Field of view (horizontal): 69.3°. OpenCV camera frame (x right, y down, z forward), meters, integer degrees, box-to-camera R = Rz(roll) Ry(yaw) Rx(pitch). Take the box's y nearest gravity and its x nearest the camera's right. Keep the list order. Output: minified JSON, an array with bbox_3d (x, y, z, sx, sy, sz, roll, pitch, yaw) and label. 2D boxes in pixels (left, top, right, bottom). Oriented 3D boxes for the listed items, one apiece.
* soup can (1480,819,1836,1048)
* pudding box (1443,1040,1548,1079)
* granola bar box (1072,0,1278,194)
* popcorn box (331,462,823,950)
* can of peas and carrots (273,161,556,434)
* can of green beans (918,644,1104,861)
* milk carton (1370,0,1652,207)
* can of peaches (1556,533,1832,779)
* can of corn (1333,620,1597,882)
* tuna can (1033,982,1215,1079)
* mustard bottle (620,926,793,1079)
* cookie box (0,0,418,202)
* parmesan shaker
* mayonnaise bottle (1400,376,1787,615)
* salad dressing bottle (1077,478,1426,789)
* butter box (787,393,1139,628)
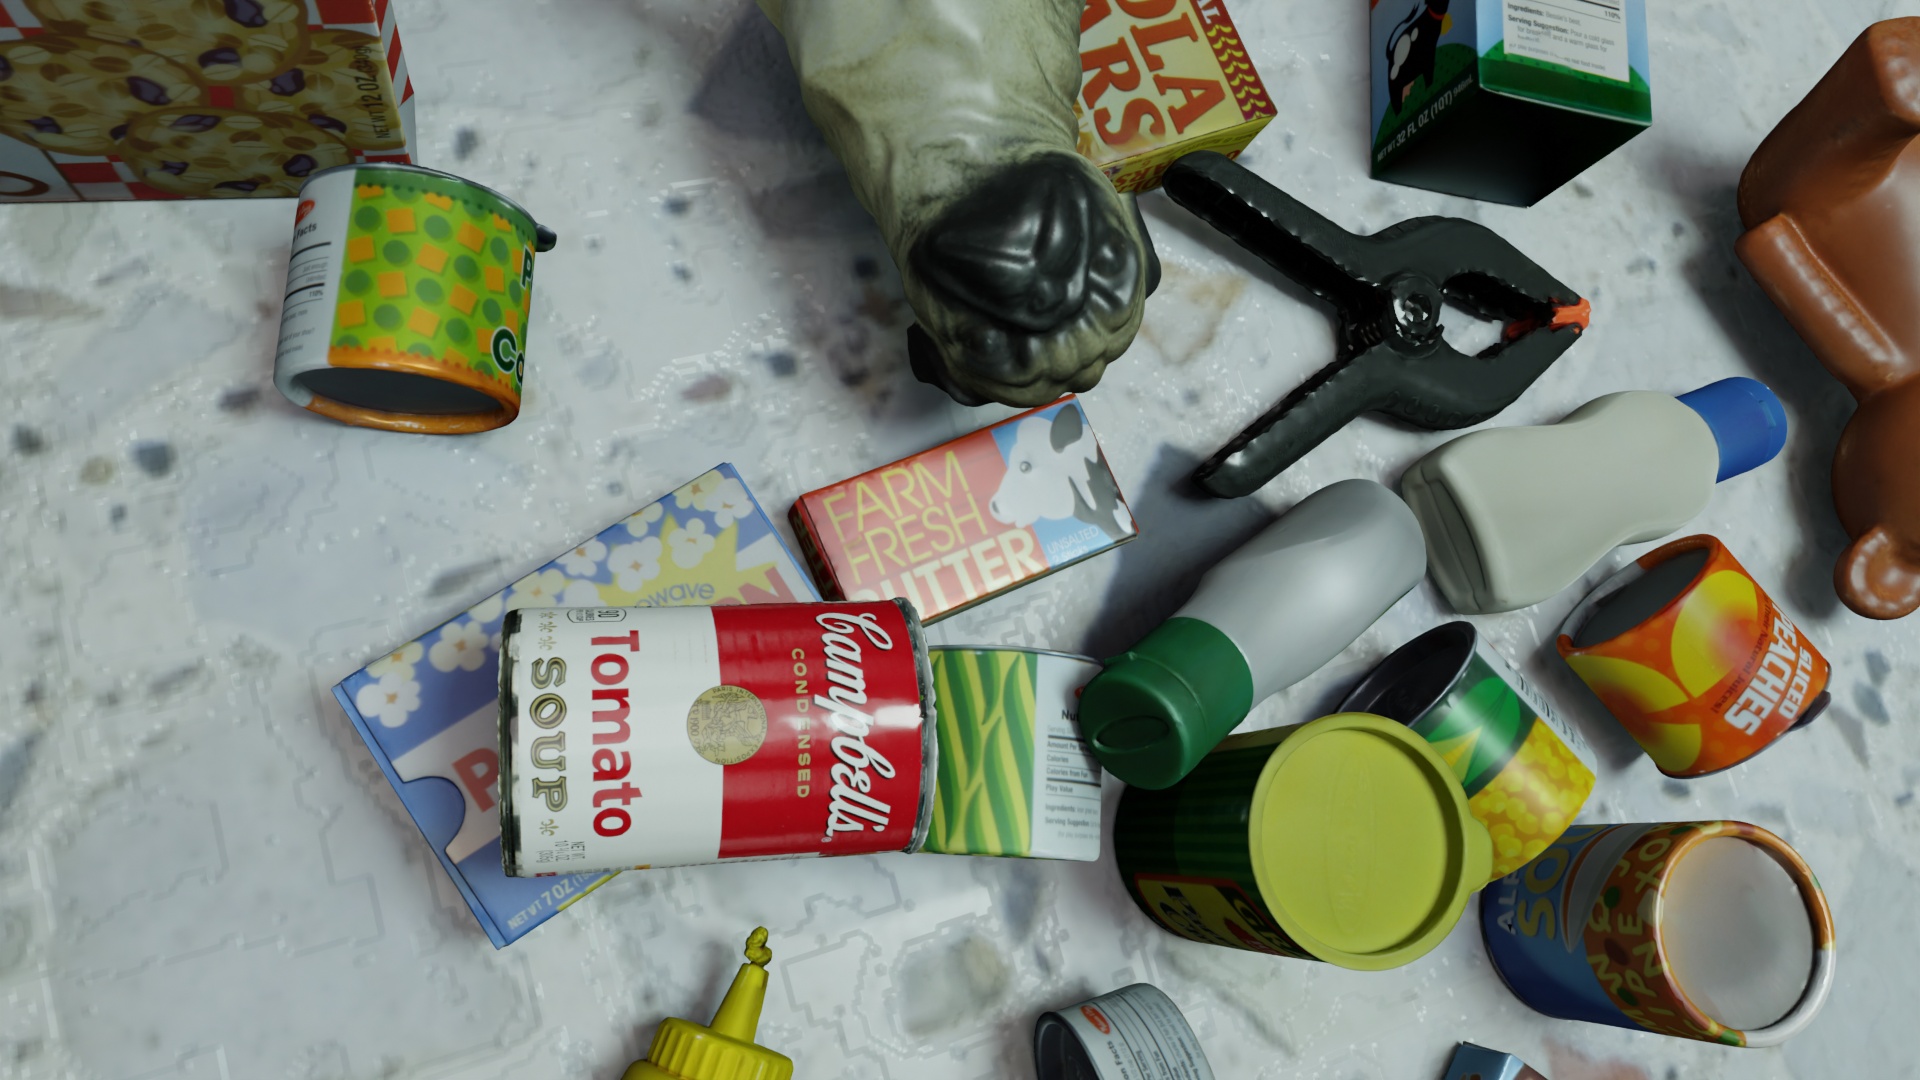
[{"bbox_3d":[0.219,0.122,0.446,0.071,0.083,0.071,3,76,-14],"label":"soup can"},{"bbox_3d":[0.167,0.209,0.440,0.049,0.030,0.084,36,71,-3],"label":"pudding box"},{"bbox_3d":[0.022,-0.200,0.494,0.124,0.039,0.165,-21,83,-19],"label":"granola bar box"},{"bbox_3d":[-0.099,0.045,0.404,0.127,0.038,0.085,-33,88,-20],"label":"popcorn box"},{"bbox_3d":[-0.156,-0.067,0.401,0.071,0.070,0.059,5,77,-14],"label":"can of peas and carrots"},{"bbox_3d":[0.009,0.064,0.413,0.071,0.071,0.058,6,76,-14],"label":"can of green beans"},{"bbox_3d":[0.207,-0.234,0.535,0.073,0.072,0.191,7,76,-13],"label":"milk carton"},{"bbox_3d":[0.254,0.039,0.482,0.071,0.071,0.058,-40,89,-20],"label":"can of peaches"},{"bbox_3d":[0.159,0.071,0.453,0.058,0.071,0.071,46,70,-1],"label":"can of corn"},{"bbox_3d":[0.049,0.166,0.401,0.033,0.071,0.071,-12,81,-18],"label":"tuna can"},{"bbox_3d":[-0.078,0.183,0.370,0.065,0.048,0.161,23,72,-8],"label":"mustard bottle"},{"bbox_3d":[-0.238,-0.132,0.364,0.168,0.122,0.040,-6,78,-16],"label":"cookie box"},{"bbox_3d":[0.096,0.089,0.411,0.071,0.103,0.071,3,77,-14],"label":"parmesan shaker"},{"bbox_3d":[0.236,-0.023,0.509,0.148,0.041,0.065,-19,84,-19],"label":"mayonnaise bottle"},{"bbox_3d":[0.092,0.026,0.427,0.148,0.064,0.044,-30,94,-43],"label":"salad dressing bottle"},{"bbox_3d":[0.002,-0.006,0.450,0.104,0.024,0.053,-22,84,-19],"label":"butter box"}]
